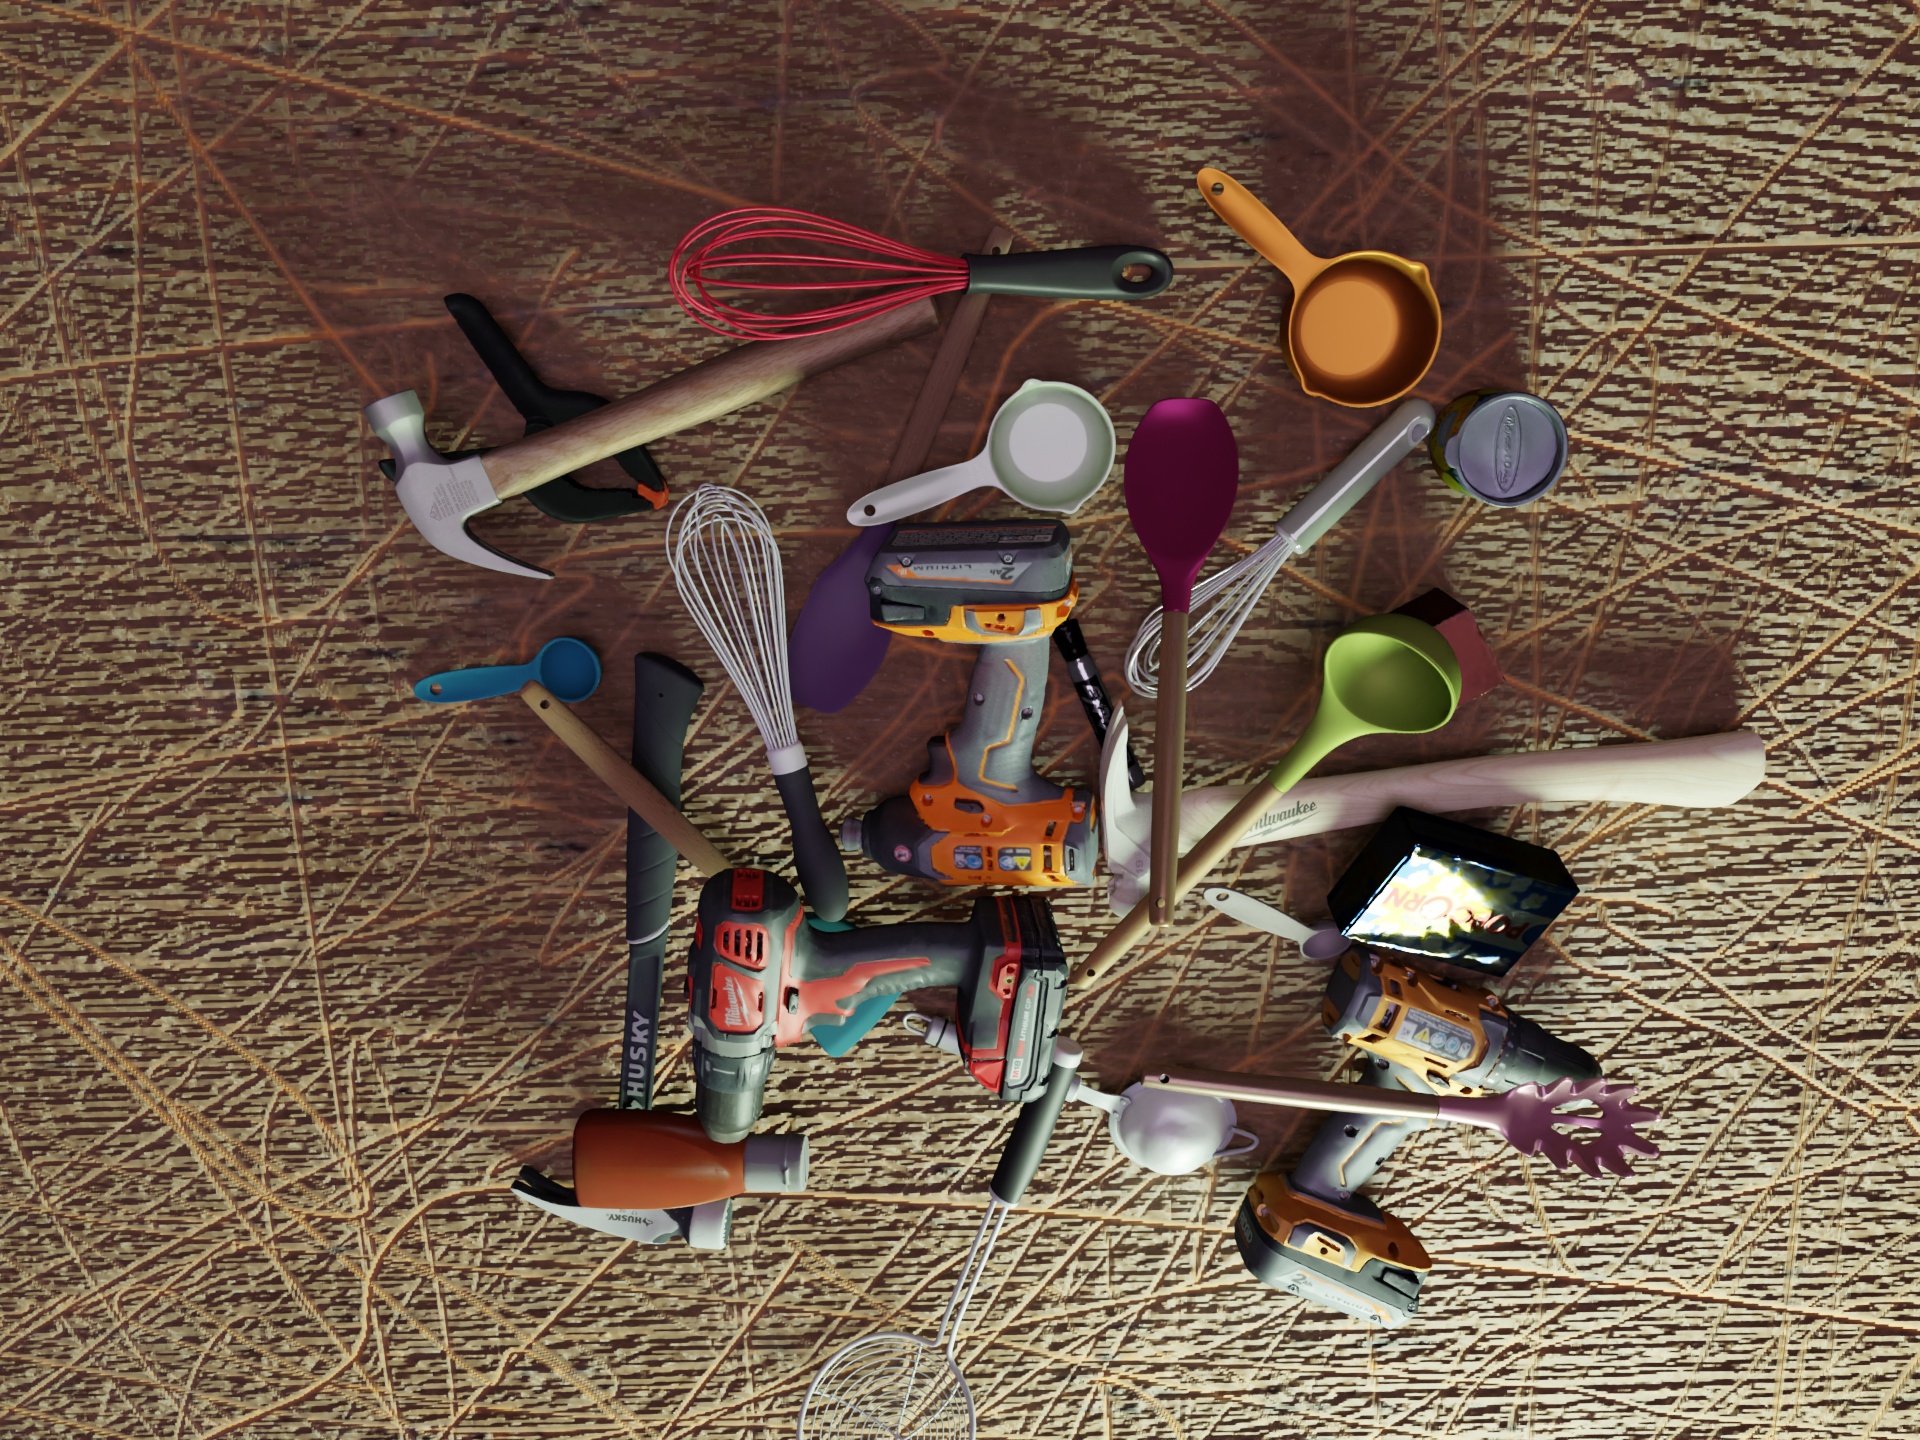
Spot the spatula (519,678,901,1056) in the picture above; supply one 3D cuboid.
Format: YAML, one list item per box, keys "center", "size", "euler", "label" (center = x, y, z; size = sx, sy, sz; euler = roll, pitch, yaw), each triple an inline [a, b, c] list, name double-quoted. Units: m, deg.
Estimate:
- center: [-0.155, 0.086, 0.993]
  size: [0.082, 0.044, 0.317]
  euler: [-47, 118, -9]
  label: "spatula"

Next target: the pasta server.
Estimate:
- center: [0.269, 0.237, 0.983]
  size: [0.316, 0.040, 0.060]
  euler: [7, 83, -2]
  label: "pasta server"

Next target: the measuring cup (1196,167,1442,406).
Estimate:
- center: [0.200, -0.257, 0.925]
  size: [0.173, 0.052, 0.095]
  euler: [42, 101, -7]
  label: "measuring cup"

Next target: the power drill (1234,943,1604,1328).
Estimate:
- center: [0.300, 0.278, 1.045]
  size: [0.185, 0.084, 0.226]
  euler: [21, 99, -4]
  label: "power drill"

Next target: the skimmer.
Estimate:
- center: [-0.008, 0.371, 1.051]
  size: [0.127, 0.090, 0.363]
  euler: [32, 112, 31]
  label: "skimmer"

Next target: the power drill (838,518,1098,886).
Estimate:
- center: [-0.002, -0.003, 0.971]
  size: [0.164, 0.084, 0.226]
  euler: [-1, 111, 9]
  label: "power drill"

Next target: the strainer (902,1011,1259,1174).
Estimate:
- center: [0.080, 0.250, 1.062]
  size: [0.258, 0.050, 0.086]
  euler: [23, 118, -1]
  label: "strainer"

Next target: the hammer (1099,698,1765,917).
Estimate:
- center: [0.292, 0.035, 0.991]
  size: [0.410, 0.038, 0.146]
  euler: [-7, 120, 0]
  label: "hammer"

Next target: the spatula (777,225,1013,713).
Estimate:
- center: [-0.034, -0.148, 0.973]
  size: [0.059, 0.018, 0.316]
  euler: [20, 105, -10]
  label: "spatula"

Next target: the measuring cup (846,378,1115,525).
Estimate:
- center: [0.011, -0.152, 0.961]
  size: [0.167, 0.038, 0.083]
  euler: [-18, 103, 7]
  label: "measuring cup"

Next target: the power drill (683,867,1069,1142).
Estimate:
- center: [-0.059, 0.185, 0.990]
  size: [0.226, 0.080, 0.187]
  euler: [4, 116, -9]
  label: "power drill"

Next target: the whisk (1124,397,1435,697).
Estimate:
- center: [0.193, -0.105, 0.969]
  size: [0.246, 0.059, 0.057]
  euler: [-44, 136, 7]
  label: "whisk"

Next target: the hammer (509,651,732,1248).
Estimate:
- center: [-0.211, 0.156, 1.045]
  size: [0.149, 0.036, 0.409]
  euler: [6, 104, 0]
  label: "hammer"

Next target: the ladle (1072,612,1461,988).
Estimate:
- center: [0.169, 0.060, 0.946]
  size: [0.078, 0.062, 0.320]
  euler: [40, 113, -1]
  label: "ladle"

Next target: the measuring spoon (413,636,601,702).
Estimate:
- center: [-0.286, -0.029, 1.012]
  size: [0.128, 0.021, 0.042]
  euler: [-7, 105, 12]
  label: "measuring spoon"

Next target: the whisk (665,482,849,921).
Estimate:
- center: [-0.117, -0.008, 0.981]
  size: [0.070, 0.070, 0.284]
  euler: [-14, 101, 5]
  label: "whisk"

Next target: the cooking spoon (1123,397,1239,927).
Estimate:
- center: [0.126, -0.038, 0.941]
  size: [0.069, 0.017, 0.319]
  euler: [2, 81, 12]
  label: "cooking spoon"

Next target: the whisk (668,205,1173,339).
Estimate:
- center: [-0.016, -0.253, 0.900]
  size: [0.295, 0.073, 0.073]
  euler: [-5, 105, -16]
  label: "whisk"

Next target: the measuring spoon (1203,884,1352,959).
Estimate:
- center: [0.201, 0.123, 1.017]
  size: [0.124, 0.018, 0.034]
  euler: [25, 127, -28]
  label: "measuring spoon"

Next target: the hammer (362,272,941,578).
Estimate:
- center: [-0.168, -0.183, 0.933]
  size: [0.331, 0.031, 0.130]
  euler: [-22, 103, -3]
  label: "hammer"
